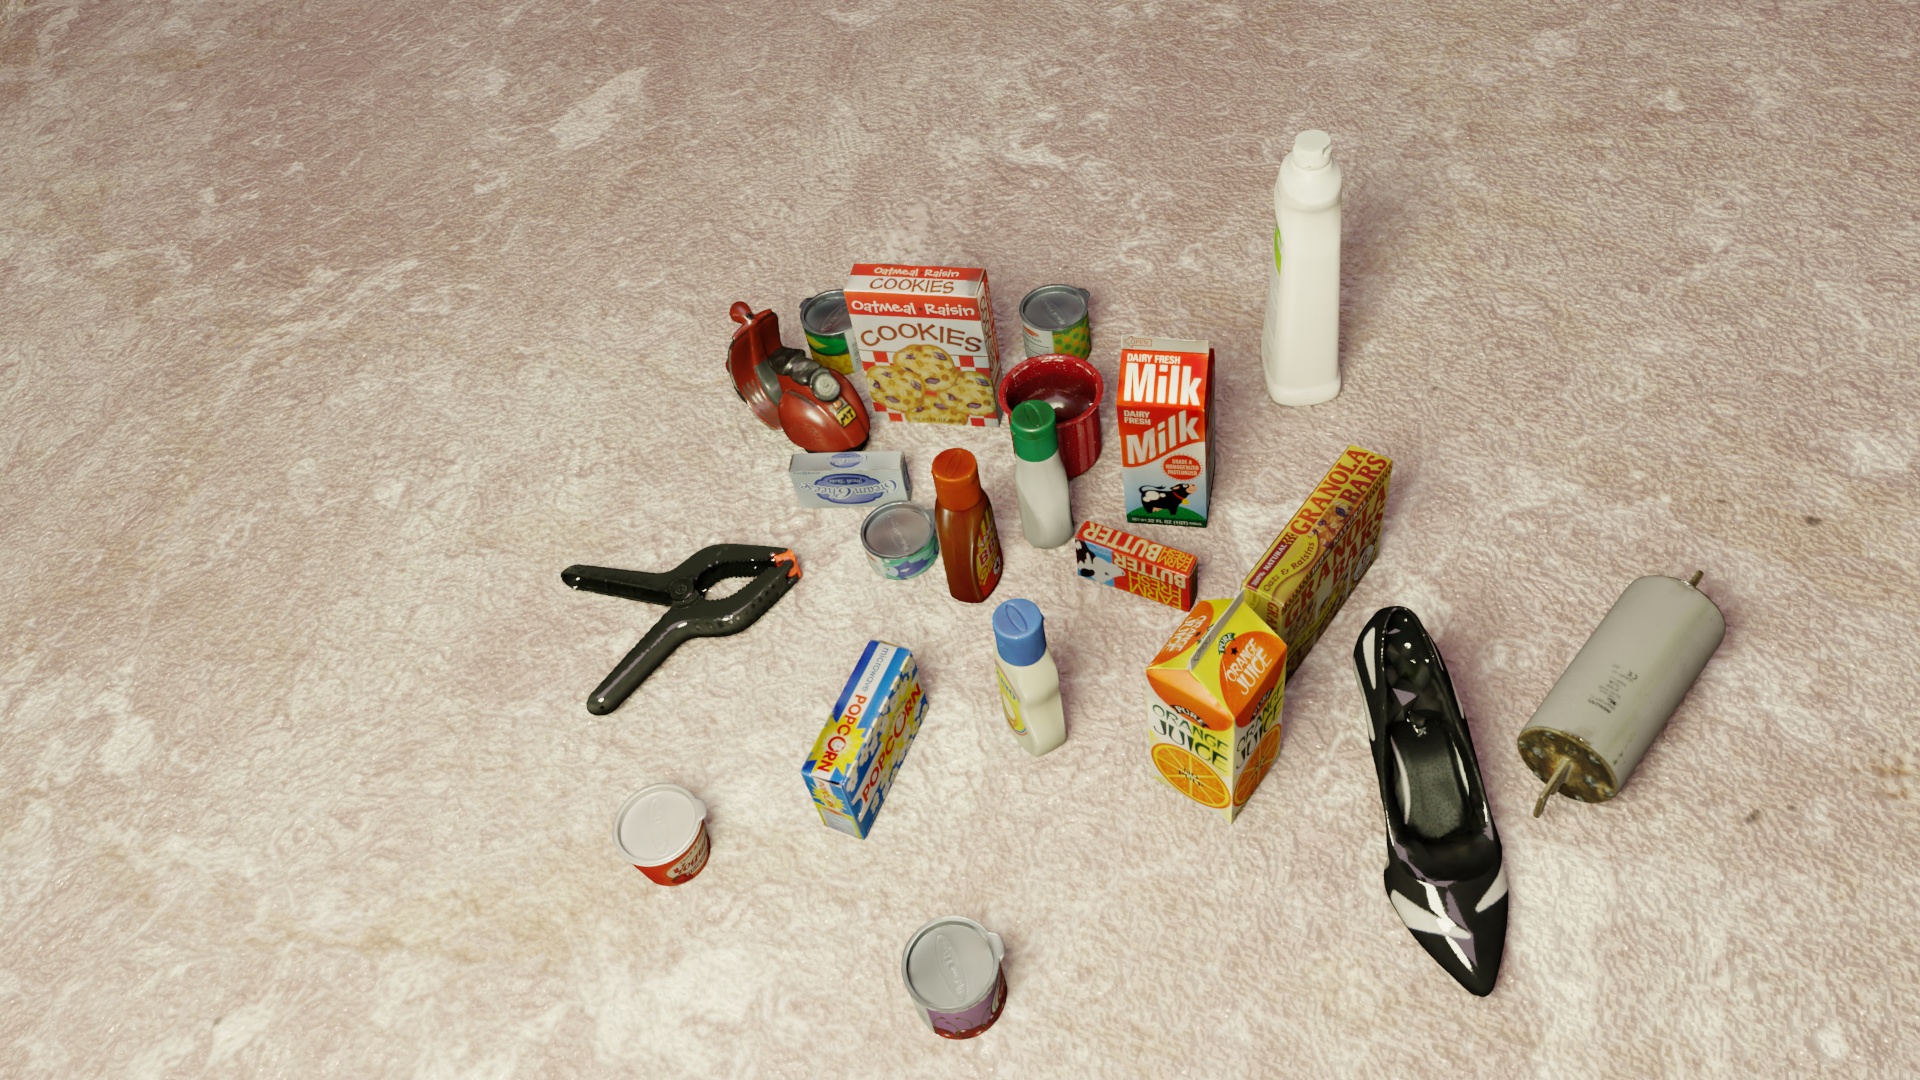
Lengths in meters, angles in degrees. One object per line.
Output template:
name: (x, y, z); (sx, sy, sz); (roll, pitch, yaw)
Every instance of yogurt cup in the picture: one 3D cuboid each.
yogurt cup: (-0.222, 0.225, 1.048); (0.072, 0.053, 0.073); (-5, 50, 6)

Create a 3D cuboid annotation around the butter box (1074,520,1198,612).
butter box: (0.147, 0.021, 1.152); (0.103, 0.053, 0.024); (19, 57, 23)

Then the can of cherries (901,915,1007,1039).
can of cherries: (-0.001, 0.298, 0.947); (0.071, 0.058, 0.072); (-5, 50, 6)

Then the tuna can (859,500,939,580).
tuna can: (-0.050, -0.001, 1.217); (0.071, 0.032, 0.071); (-5, 50, 6)

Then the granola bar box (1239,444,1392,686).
granola bar box: (0.275, 0.023, 1.083); (0.039, 0.123, 0.166); (28, 60, 28)

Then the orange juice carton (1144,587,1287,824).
orange juice carton: (0.181, 0.113, 0.981); (0.073, 0.191, 0.072); (28, 61, 28)

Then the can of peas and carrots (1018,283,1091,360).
can of peas and carrots: (0.094, -0.206, 1.344); (0.071, 0.058, 0.071); (-5, 50, 6)

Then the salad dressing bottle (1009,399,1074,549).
salad dressing bottle: (0.067, -0.054, 1.166); (0.044, 0.147, 0.064); (-19, 51, -6)

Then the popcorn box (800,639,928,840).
popcorn box: (-0.071, 0.151, 1.062); (0.038, 0.084, 0.127); (13, 55, 20)

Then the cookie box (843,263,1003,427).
cookie box: (-0.029, -0.177, 1.271); (0.123, 0.166, 0.040); (5, 52, 14)

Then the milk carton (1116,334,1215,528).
milk carton: (0.173, -0.099, 1.157); (0.072, 0.189, 0.074); (5, 52, 14)

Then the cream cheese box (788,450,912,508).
cream cheese box: (-0.099, -0.055, 1.256); (0.104, 0.053, 0.024); (-1, 51, 9)

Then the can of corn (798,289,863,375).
can of corn: (-0.123, -0.207, 1.382); (0.071, 0.058, 0.071); (-5, 50, 6)

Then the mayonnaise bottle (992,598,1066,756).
mayonnaise bottle: (0.049, 0.100, 1.042); (0.041, 0.147, 0.065); (-26, 52, -11)

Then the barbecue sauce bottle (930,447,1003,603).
barbecue sauce bottle: (0.004, -0.014, 1.144); (0.044, 0.147, 0.065); (10, 54, 18)
